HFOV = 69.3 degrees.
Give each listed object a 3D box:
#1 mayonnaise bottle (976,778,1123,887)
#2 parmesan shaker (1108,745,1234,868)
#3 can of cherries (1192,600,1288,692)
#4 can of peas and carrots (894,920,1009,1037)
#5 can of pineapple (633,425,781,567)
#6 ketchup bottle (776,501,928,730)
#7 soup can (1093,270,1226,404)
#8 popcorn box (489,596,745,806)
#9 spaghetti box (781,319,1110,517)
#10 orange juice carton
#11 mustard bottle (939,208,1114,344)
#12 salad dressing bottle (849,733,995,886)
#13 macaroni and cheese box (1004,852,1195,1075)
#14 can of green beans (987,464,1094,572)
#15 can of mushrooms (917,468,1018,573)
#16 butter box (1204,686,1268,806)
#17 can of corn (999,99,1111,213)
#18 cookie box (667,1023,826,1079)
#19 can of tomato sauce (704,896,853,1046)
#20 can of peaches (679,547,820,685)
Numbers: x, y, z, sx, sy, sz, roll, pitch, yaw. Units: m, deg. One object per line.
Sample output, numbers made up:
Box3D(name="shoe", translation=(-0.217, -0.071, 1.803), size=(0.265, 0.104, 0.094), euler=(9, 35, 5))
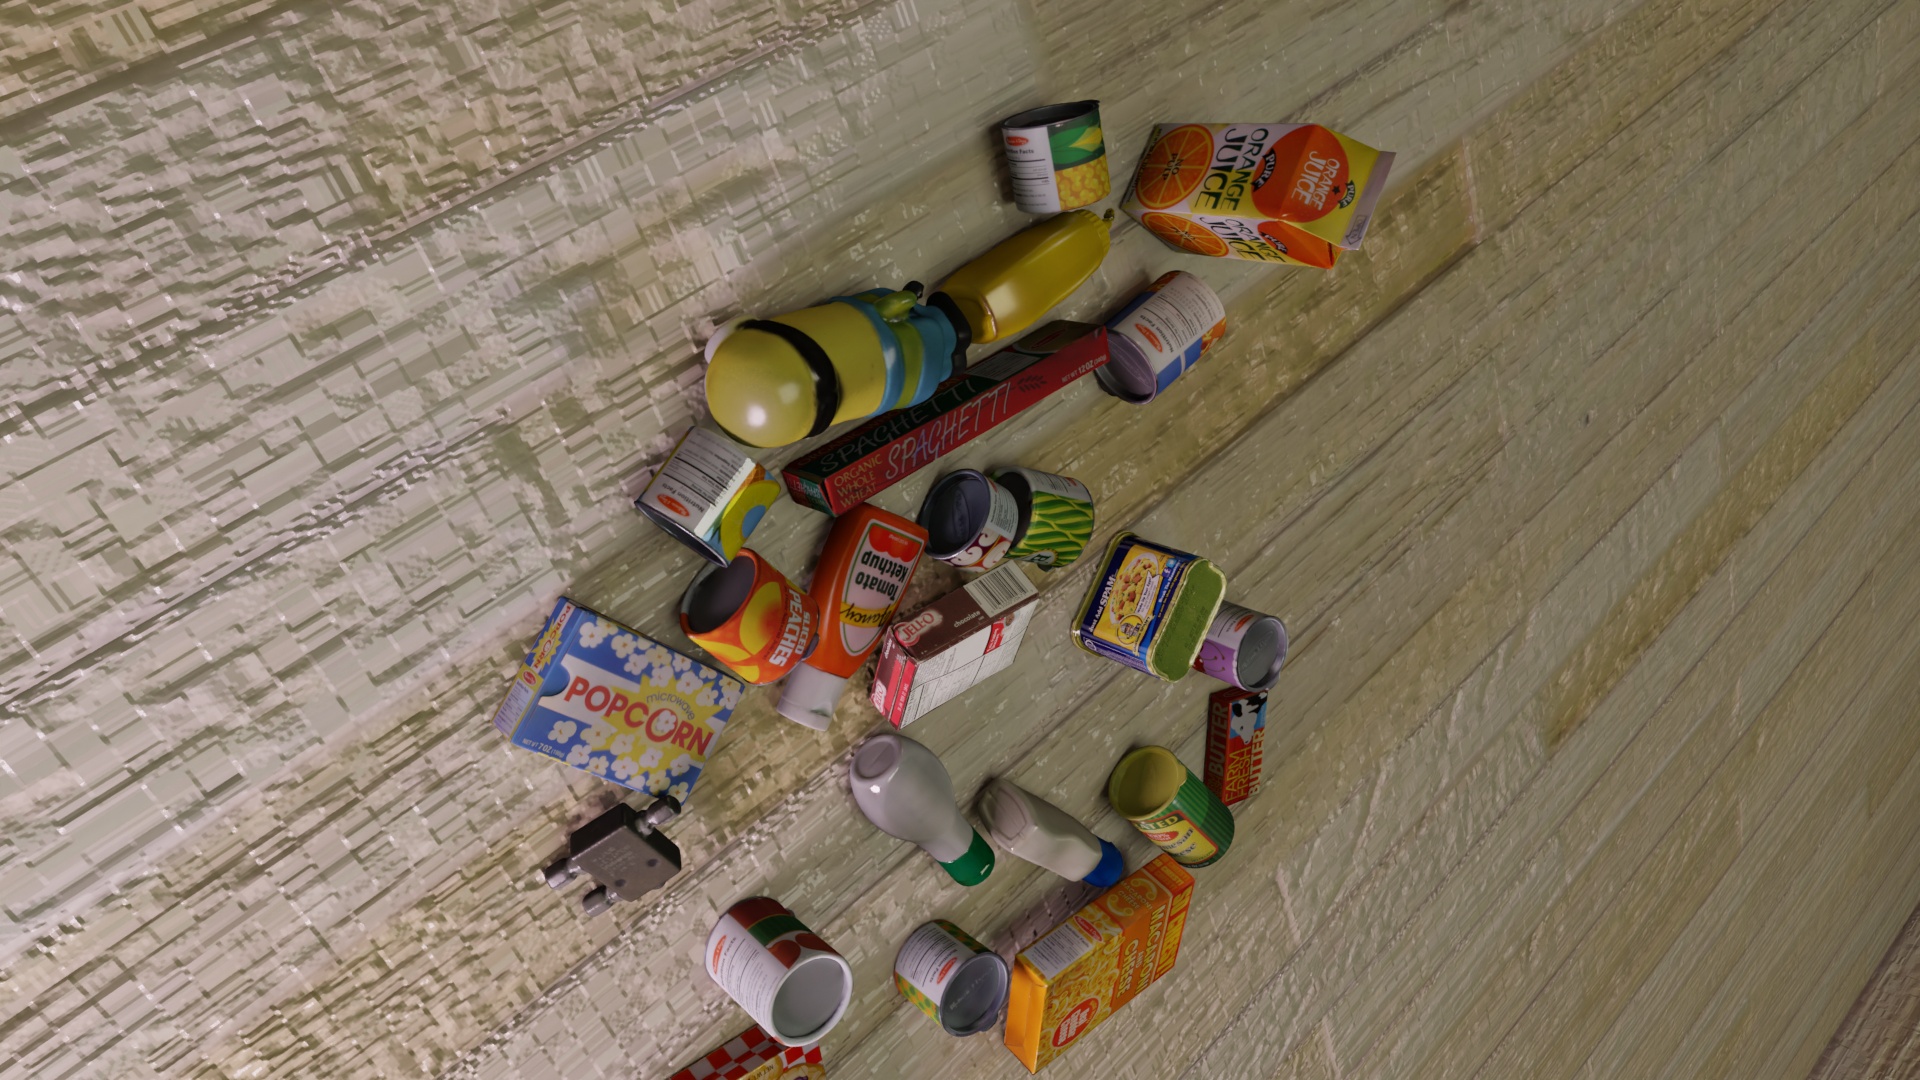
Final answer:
Box3D(name="mayonnaise bottle", translation=(0.075, 0.234, 1.079), size=(0.041, 0.065, 0.148), euler=(-48, 134, 5))
Box3D(name="parmesan shaker", translation=(0.179, 0.222, 1.153), size=(0.103, 0.071, 0.071), euler=(44, 74, -38))
Box3D(name="can of cherries", translation=(0.232, 0.090, 1.168), size=(0.072, 0.058, 0.071), euler=(-12, 110, -38))
Box3D(name="can of peas and carrots", translation=(-0.006, 0.328, 1.039), size=(0.071, 0.059, 0.070), euler=(-13, 111, -36))
Box3D(name="can of pineapple", translation=(-0.148, -0.025, 0.818), size=(0.071, 0.071, 0.058), euler=(44, 74, -38))
Box3D(name="ketchup bottle", translation=(-0.076, 0.050, 0.912), size=(0.064, 0.043, 0.149), euler=(25, 86, -41))
Box3D(name="soup can", translation=(0.144, -0.149, 1.025), size=(0.084, 0.071, 0.071), euler=(-41, 125, -24))
Box3D(name="popcorn box", translation=(-0.201, 0.097, 0.826), size=(0.126, 0.038, 0.085), euler=(33, 82, -41))
Box3D(name="spaghetti box", translation=(-0.005, -0.086, 0.928), size=(0.251, 0.050, 0.028), euler=(-32, 120, -29))
Box3D(name="orange juice carton", translation=(0.211, -0.241, 0.967), size=(0.073, 0.193, 0.072), euler=(26, 87, -40))
Box3D(name="mustard bottle", translation=(0.057, -0.187, 0.943), size=(0.161, 0.065, 0.048), euler=(-37, 119, -30))
Box3D(name="salad dressing bottle", translation=(-0.024, 0.197, 0.998), size=(0.064, 0.044, 0.147), euler=(-51, 129, -19))
Box3D(name="macaroni and cheese box", translation=(0.113, 0.342, 1.132), size=(0.167, 0.040, 0.123), euler=(-25, 136, -32))
Box3D(name="can of green beans", translation=(0.052, -0.017, 0.983), size=(0.058, 0.071, 0.071), euler=(10, 96, -40))
Box3D(name="can of mushrooms", translation=(0.003, -0.012, 0.947), size=(0.033, 0.071, 0.071), euler=(28, 84, -42))
Box3D(name="butter box", translation=(0.243, 0.181, 1.225), size=(0.053, 0.024, 0.103), euler=(-10, 109, -38))
Box3D(name="can of corn", translation=(0.066, -0.256, 0.927), size=(0.071, 0.071, 0.058), euler=(-29, 120, -30))
Box3D(name="cookie box", translation=(-0.145, 0.428, 0.964), size=(0.123, 0.040, 0.166), euler=(-24, 117, -33))
Box3D(name="can of tomato sauce", translation=(-0.118, 0.283, 0.917), size=(0.071, 0.083, 0.071), euler=(-12, 110, -36))
Box3D(name="can of peaches", translation=(-0.128, 0.046, 0.850), size=(0.058, 0.071, 0.071), euler=(45, 74, -37))
